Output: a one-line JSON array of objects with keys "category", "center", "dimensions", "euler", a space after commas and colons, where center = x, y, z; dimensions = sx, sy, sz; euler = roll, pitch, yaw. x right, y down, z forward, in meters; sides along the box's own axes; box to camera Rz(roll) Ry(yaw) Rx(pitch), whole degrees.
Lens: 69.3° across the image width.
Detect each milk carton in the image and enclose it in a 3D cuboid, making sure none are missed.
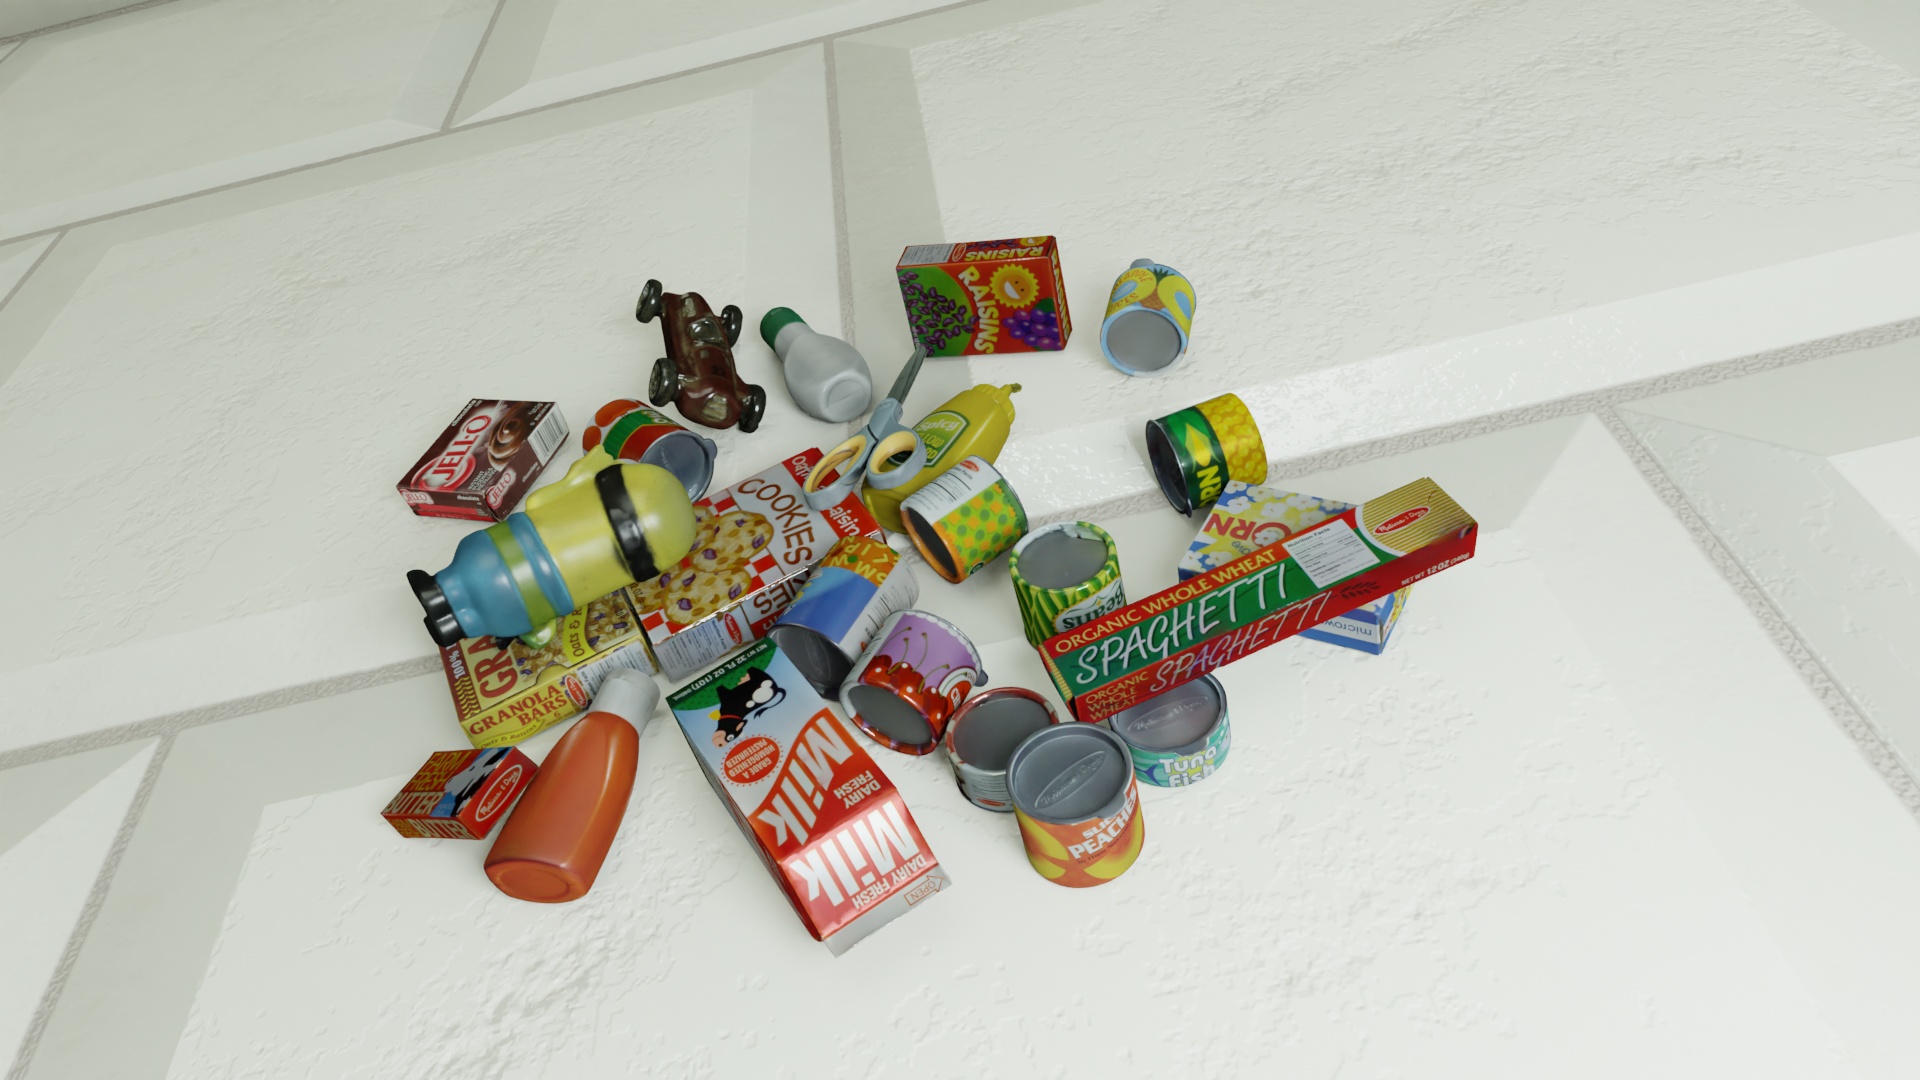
[{"category": "milk carton", "center": [-0.082, 0.143, 0.754], "dimensions": [0.072, 0.073, 0.191], "euler": [-30, 42, -17]}]

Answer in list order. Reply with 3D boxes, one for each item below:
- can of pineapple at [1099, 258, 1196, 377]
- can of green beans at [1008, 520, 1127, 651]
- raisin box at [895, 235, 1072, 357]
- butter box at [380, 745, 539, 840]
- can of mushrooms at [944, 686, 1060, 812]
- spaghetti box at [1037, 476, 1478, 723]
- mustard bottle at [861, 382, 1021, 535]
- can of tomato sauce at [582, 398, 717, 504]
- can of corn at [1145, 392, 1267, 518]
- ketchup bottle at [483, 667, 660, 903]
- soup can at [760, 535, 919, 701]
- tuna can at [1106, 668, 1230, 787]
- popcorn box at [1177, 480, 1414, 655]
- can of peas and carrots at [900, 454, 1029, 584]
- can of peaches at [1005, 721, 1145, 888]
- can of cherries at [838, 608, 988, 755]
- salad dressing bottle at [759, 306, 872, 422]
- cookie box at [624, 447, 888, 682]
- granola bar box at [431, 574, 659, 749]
[{"category": "can of pineapple", "center": [0.140, -0.166, 1.043], "dimensions": [0.071, 0.070, 0.058], "euler": [0, 42, 18]}, {"category": "can of green beans", "center": [0.067, 0.030, 0.849], "dimensions": [0.071, 0.057, 0.071], "euler": [-9, 41, 8]}, {"category": "raisin box", "center": [0.020, -0.191, 1.096], "dimensions": [0.123, 0.085, 0.040], "euler": [-1, 37, 17]}, {"category": "butter box", "center": [-0.298, 0.150, 0.824], "dimensions": [0.103, 0.024, 0.053], "euler": [-11, 36, 43]}, {"category": "can of mushrooms", "center": [0.026, 0.115, 0.783], "dimensions": [0.071, 0.033, 0.071], "euler": [-9, 41, 8]}, {"category": "spaghetti box", "center": [0.166, 0.033, 0.777], "dimensions": [0.250, 0.028, 0.050], "euler": [-23, 42, -6]}, {"category": "mustard bottle", "center": [-0.004, -0.069, 0.992], "dimensions": [0.065, 0.048, 0.161], "euler": [14, 48, 35]}, {"category": "can of tomato sauce", "center": [-0.235, -0.066, 1.048], "dimensions": [0.071, 0.070, 0.083], "euler": [-38, 44, -24]}, {"category": "can of corn", "center": [0.162, -0.056, 0.912], "dimensions": [0.058, 0.070, 0.071], "euler": [-20, 40, -6]}, {"category": "ketchup bottle", "center": [-0.222, 0.141, 0.823], "dimensions": [0.064, 0.043, 0.150], "euler": [-5, 40, 21]}, {"category": "soup can", "center": [-0.075, 0.047, 0.867], "dimensions": [0.071, 0.071, 0.084], "euler": [9, 45, 26]}, {"category": "tuna can", "center": [0.117, 0.103, 0.767], "dimensions": [0.071, 0.032, 0.071], "euler": [-9, 40, 8]}, {"category": "popcorn box", "center": [0.206, 0.014, 0.837], "dimensions": [0.127, 0.038, 0.085], "euler": [14, 50, 30]}, {"category": "can of peas and carrots", "center": [0.003, -0.011, 0.912], "dimensions": [0.059, 0.070, 0.071], "euler": [-35, 43, -17]}, {"category": "can of peaches", "center": [0.062, 0.139, 0.724], "dimensions": [0.071, 0.057, 0.071], "euler": [-8, 40, 7]}, {"category": "can of cherries", "center": [-0.027, 0.084, 0.811], "dimensions": [0.071, 0.071, 0.059], "euler": [10, 47, 28]}, {"category": "salad dressing bottle", "center": [-0.121, -0.146, 1.124], "dimensions": [0.064, 0.043, 0.148], "euler": [-28, 40, -12]}, {"category": "cookie box", "center": [-0.146, 0.011, 0.951], "dimensions": [0.168, 0.040, 0.123], "euler": [-27, 41, -13]}, {"category": "granola bar box", "center": [-0.290, 0.057, 0.945], "dimensions": [0.124, 0.039, 0.166], "euler": [-27, 41, -13]}]
